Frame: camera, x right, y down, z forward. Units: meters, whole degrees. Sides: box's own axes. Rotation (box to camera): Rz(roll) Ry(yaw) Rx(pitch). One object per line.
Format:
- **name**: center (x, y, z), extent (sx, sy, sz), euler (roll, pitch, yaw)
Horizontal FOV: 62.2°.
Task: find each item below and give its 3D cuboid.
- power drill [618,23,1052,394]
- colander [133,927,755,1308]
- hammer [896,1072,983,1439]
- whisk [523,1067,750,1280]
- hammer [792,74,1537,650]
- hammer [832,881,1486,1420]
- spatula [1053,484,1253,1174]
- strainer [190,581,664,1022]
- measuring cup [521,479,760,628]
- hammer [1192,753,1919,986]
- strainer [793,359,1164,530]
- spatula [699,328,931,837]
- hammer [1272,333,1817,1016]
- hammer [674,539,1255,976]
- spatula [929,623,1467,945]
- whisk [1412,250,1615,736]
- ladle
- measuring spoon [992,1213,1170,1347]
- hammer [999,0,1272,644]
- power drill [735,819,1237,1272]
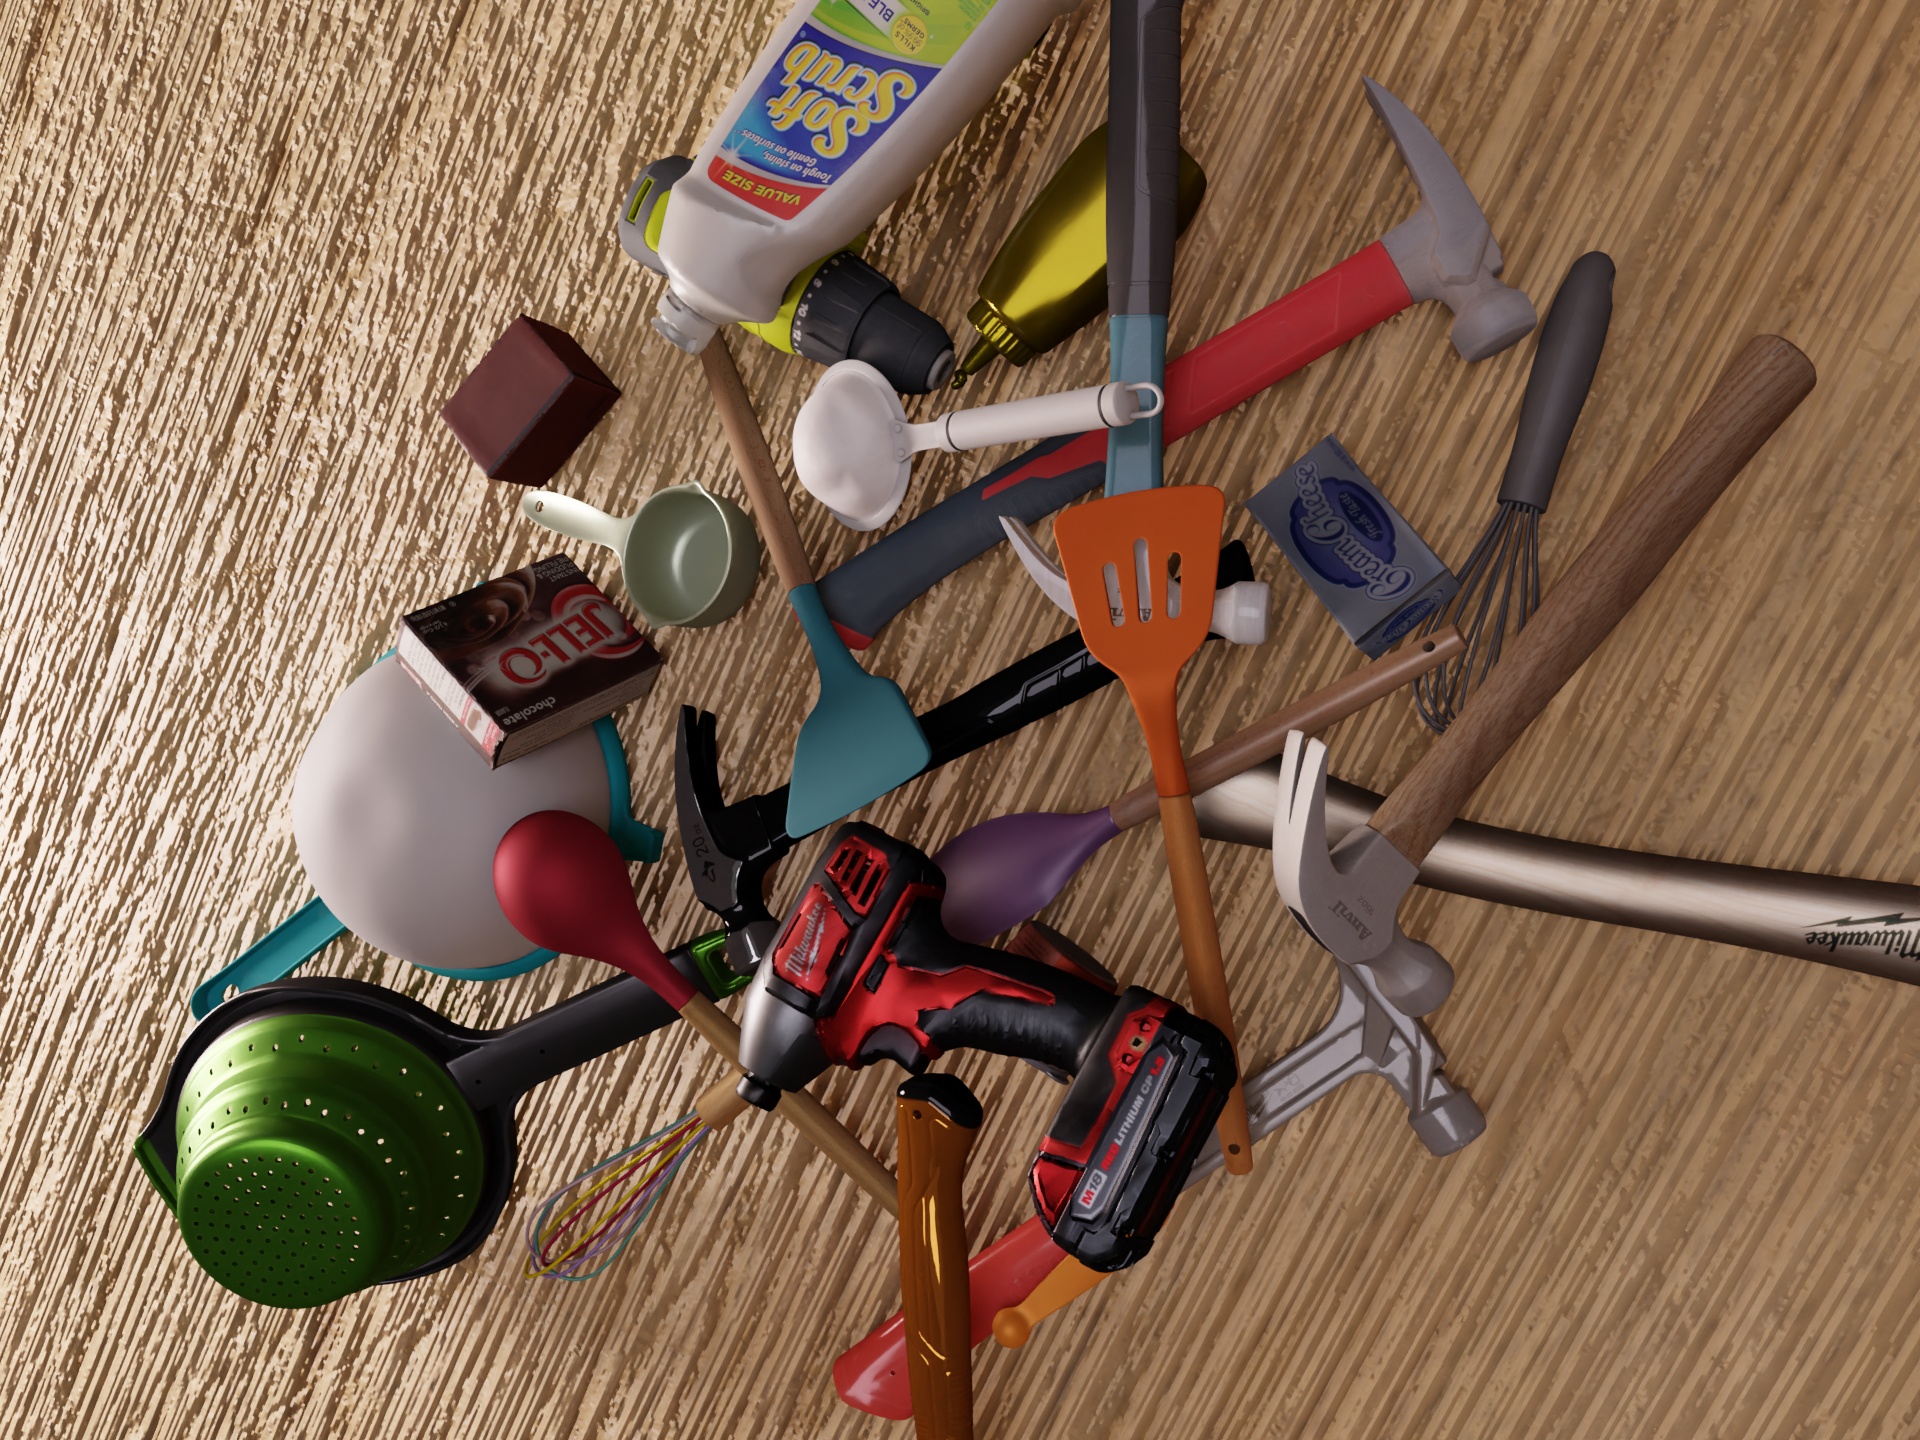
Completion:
- **power drill**: center (-0.050, -0.296, 0.817), extent (0.190, 0.080, 0.228), euler (31, 102, 11)
- **colander**: center (-0.285, 0.217, 0.865), extent (0.397, 0.094, 0.204), euler (-26, 106, 9)
- **hammer**: center (-0.015, 0.343, 0.786), extent (0.127, 0.034, 0.337), euler (-1, 91, 28)
- **whisk**: center (-0.153, 0.232, 0.874), extent (0.245, 0.047, 0.051), euler (-41, 77, 12)
- **hammer**: center (0.073, -0.157, 0.795), extent (0.386, 0.038, 0.143), euler (-28, 80, 17)
- **hammer**: center (0.072, 0.235, 0.799), extent (0.359, 0.036, 0.149), euler (-39, 79, 15)
- **spatula**: center (0.105, 0.055, 0.738), extent (0.081, 0.041, 0.322), euler (-8, 99, 18)
- **strainer**: center (-0.349, 0.084, 0.911), extent (0.340, 0.095, 0.211), euler (-36, 79, 14)
- **measuring cup**: center (-0.179, -0.101, 0.888), extent (0.168, 0.038, 0.083), euler (21, 96, 32)
- **hammer**: center (0.300, 0.084, 0.720), extent (0.411, 0.038, 0.146), euler (10, 95, 19)
- **strainer**: center (-0.010, -0.138, 0.760), extent (0.258, 0.050, 0.087), euler (0, 101, 42)
- **spatula**: center (-0.093, -0.092, 0.816), extent (0.082, 0.044, 0.318), euler (-29, 68, 17)
- **hammer**: center (0.256, -0.035, 0.688), extent (0.130, 0.031, 0.331), euler (41, 86, -22)
- **hammer**: center (-0.001, -0.003, 0.817), extent (0.335, 0.035, 0.146), euler (-28, 73, 14)
- **spatula**: center (0.096, 0.033, 0.765), extent (0.316, 0.018, 0.060), euler (-30, 61, 25)
- **whisk**: center (0.260, -0.099, 0.730), extent (0.055, 0.055, 0.239), euler (17, 91, 18)
- **ladle**: center (-0.125, 0.166, 0.835), extent (0.315, 0.031, 0.069), euler (44, 90, -2)
- **measuring spoon**: center (0.059, 0.270, 0.778), extent (0.117, 0.011, 0.021), euler (-44, 78, 13)
- **hammer**: center (0.085, -0.202, 0.744), extent (0.128, 0.033, 0.331), euler (3, 96, 17)
- **power drill**: center (0.002, 0.152, 0.728), extent (0.220, 0.078, 0.143), euler (26, 81, 23)
